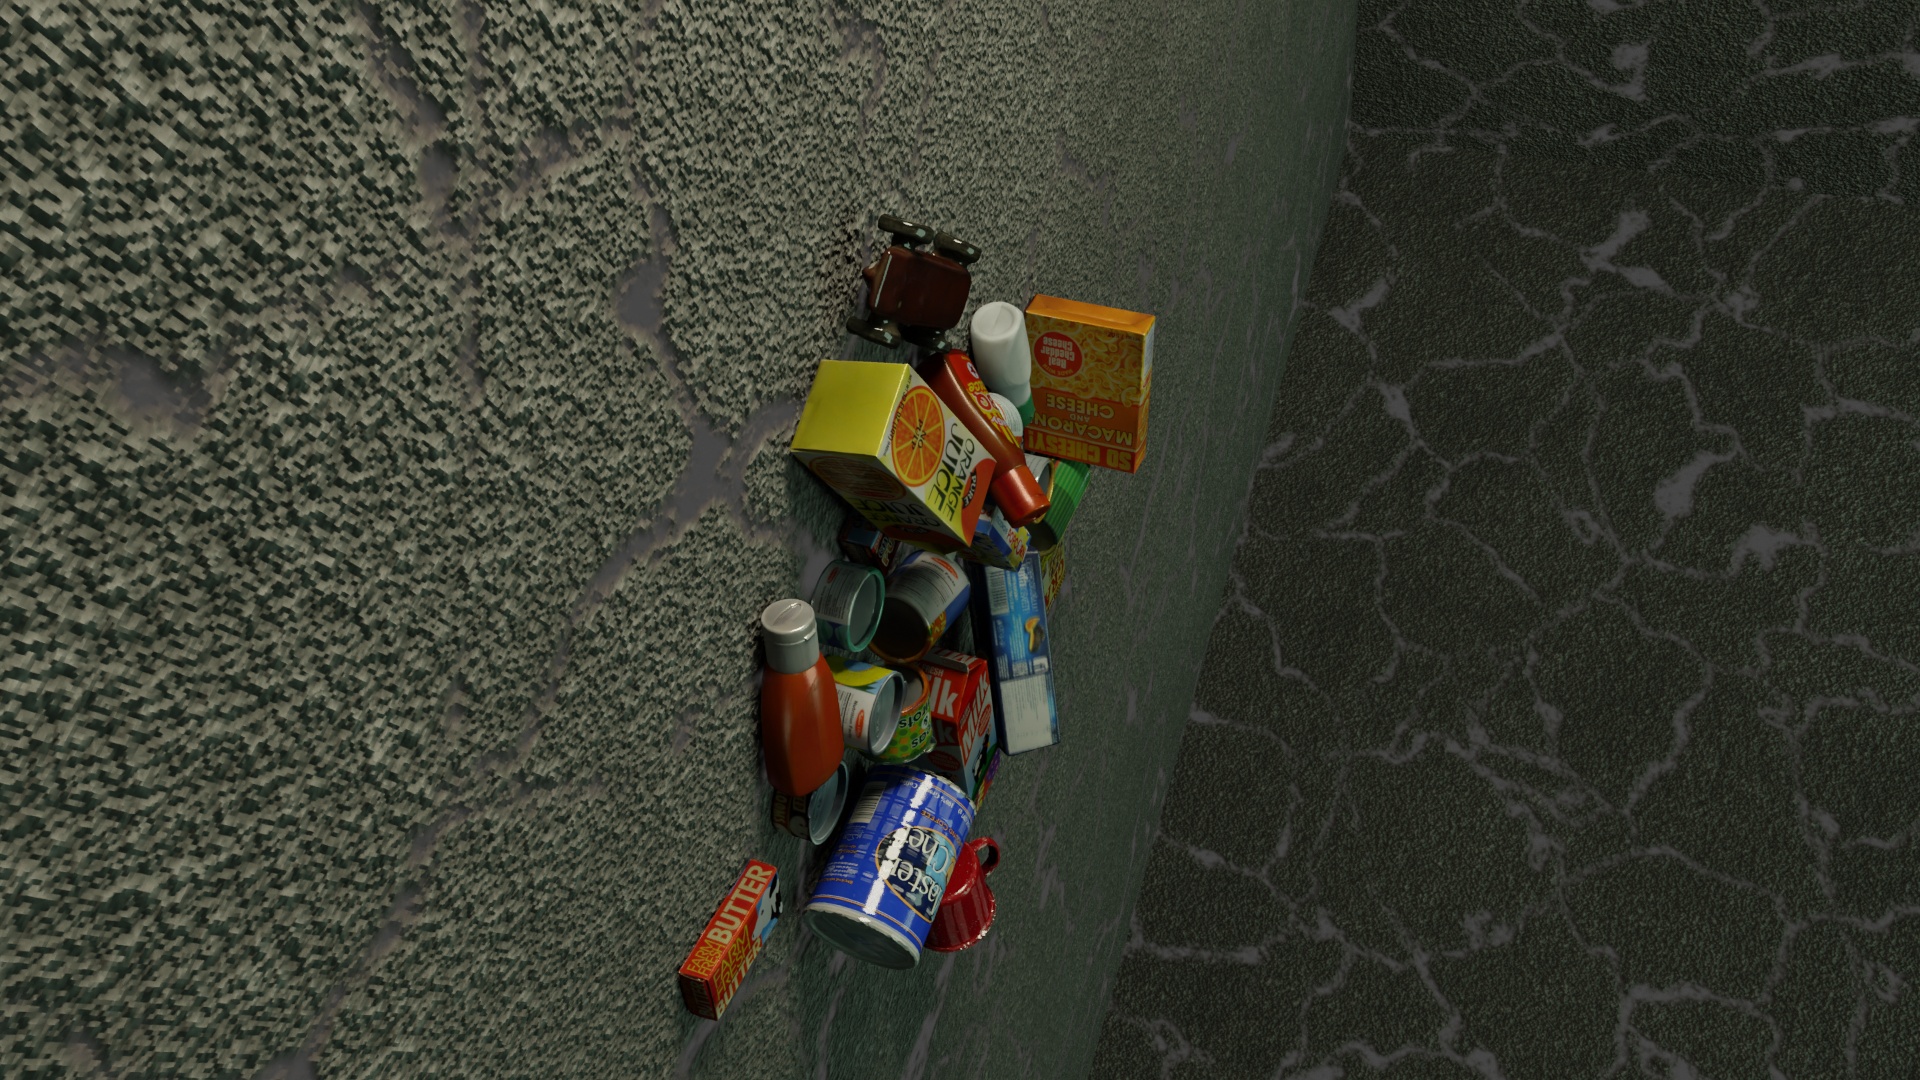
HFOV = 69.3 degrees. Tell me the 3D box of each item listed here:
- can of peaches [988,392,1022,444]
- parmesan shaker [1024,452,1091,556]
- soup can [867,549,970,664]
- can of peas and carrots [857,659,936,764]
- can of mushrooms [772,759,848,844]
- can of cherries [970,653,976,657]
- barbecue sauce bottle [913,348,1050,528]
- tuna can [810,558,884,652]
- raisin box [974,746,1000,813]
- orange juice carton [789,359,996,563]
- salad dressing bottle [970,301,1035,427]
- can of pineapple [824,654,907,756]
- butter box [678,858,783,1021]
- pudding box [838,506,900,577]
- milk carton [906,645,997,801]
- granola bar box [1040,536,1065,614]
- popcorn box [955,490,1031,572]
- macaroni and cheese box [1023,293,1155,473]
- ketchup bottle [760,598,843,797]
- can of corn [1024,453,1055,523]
[{"bbox_3d":[0.013,-0.093,1.185,0.058,0.071,0.071,-14,116,-70],"label":"can of peaches"},{"bbox_3d":[0.089,-0.042,1.438,0.071,0.071,0.103,84,26,-45],"label":"parmesan shaker"},{"bbox_3d":[-0.039,0.056,1.133,0.084,0.071,0.071,-46,145,-57],"label":"soup can"},{"bbox_3d":[-0.055,0.140,1.133,0.071,0.071,0.058,-57,153,-46],"label":"can of peas and carrots"},{"bbox_3d":[-0.114,0.194,1.053,0.071,0.033,0.071,13,91,-72],"label":"can of mushrooms"},{"bbox_3d":[0.036,0.153,1.414,0.058,0.071,0.072,86,25,-42],"label":"can of cherries"},{"bbox_3d":[0.019,-0.080,1.100,0.149,0.043,0.065,60,19,12],"label":"barbecue sauce bottle"},{"bbox_3d":[-0.084,0.050,1.043,0.071,0.033,0.071,12,91,-72],"label":"tuna can"},{"bbox_3d":[0.002,0.243,1.426,0.124,0.040,0.085,-60,155,-43],"label":"raisin box"},{"bbox_3d":[-0.035,-0.051,0.991,0.192,0.073,0.072,43,59,-55],"label":"orange juice carton"},{"bbox_3d":[0.042,-0.155,1.262,0.147,0.044,0.064,73,33,-59],"label":"salad dressing bottle"},{"bbox_3d":[-0.081,0.125,1.064,0.071,0.058,0.071,12,91,-72],"label":"can of pineapple"},{"bbox_3d":[-0.161,0.284,0.989,0.104,0.024,0.052,-57,154,-46],"label":"butter box"},{"bbox_3d":[-0.061,-0.020,1.067,0.049,0.030,0.084,71,36,-56],"label":"pudding box"},{"bbox_3d":[-0.017,0.157,1.254,0.189,0.072,0.074,81,28,-49],"label":"milk carton"},{"bbox_3d":[0.067,0.052,1.488,0.123,0.039,0.166,83,27,-46],"label":"granola bar box"},{"bbox_3d":[0.004,-0.015,1.177,0.126,0.085,0.038,49,57,-69],"label":"popcorn box"},{"bbox_3d":[0.126,-0.155,1.384,0.040,0.124,0.165,-57,154,-44],"label":"macaroni and cheese box"},{"bbox_3d":[-0.114,0.109,0.976,0.065,0.043,0.148,-44,144,-42],"label":"ketchup bottle"},{"bbox_3d":[0.054,-0.052,1.345,0.071,0.058,0.071,12,91,-72],"label":"can of corn"}]
